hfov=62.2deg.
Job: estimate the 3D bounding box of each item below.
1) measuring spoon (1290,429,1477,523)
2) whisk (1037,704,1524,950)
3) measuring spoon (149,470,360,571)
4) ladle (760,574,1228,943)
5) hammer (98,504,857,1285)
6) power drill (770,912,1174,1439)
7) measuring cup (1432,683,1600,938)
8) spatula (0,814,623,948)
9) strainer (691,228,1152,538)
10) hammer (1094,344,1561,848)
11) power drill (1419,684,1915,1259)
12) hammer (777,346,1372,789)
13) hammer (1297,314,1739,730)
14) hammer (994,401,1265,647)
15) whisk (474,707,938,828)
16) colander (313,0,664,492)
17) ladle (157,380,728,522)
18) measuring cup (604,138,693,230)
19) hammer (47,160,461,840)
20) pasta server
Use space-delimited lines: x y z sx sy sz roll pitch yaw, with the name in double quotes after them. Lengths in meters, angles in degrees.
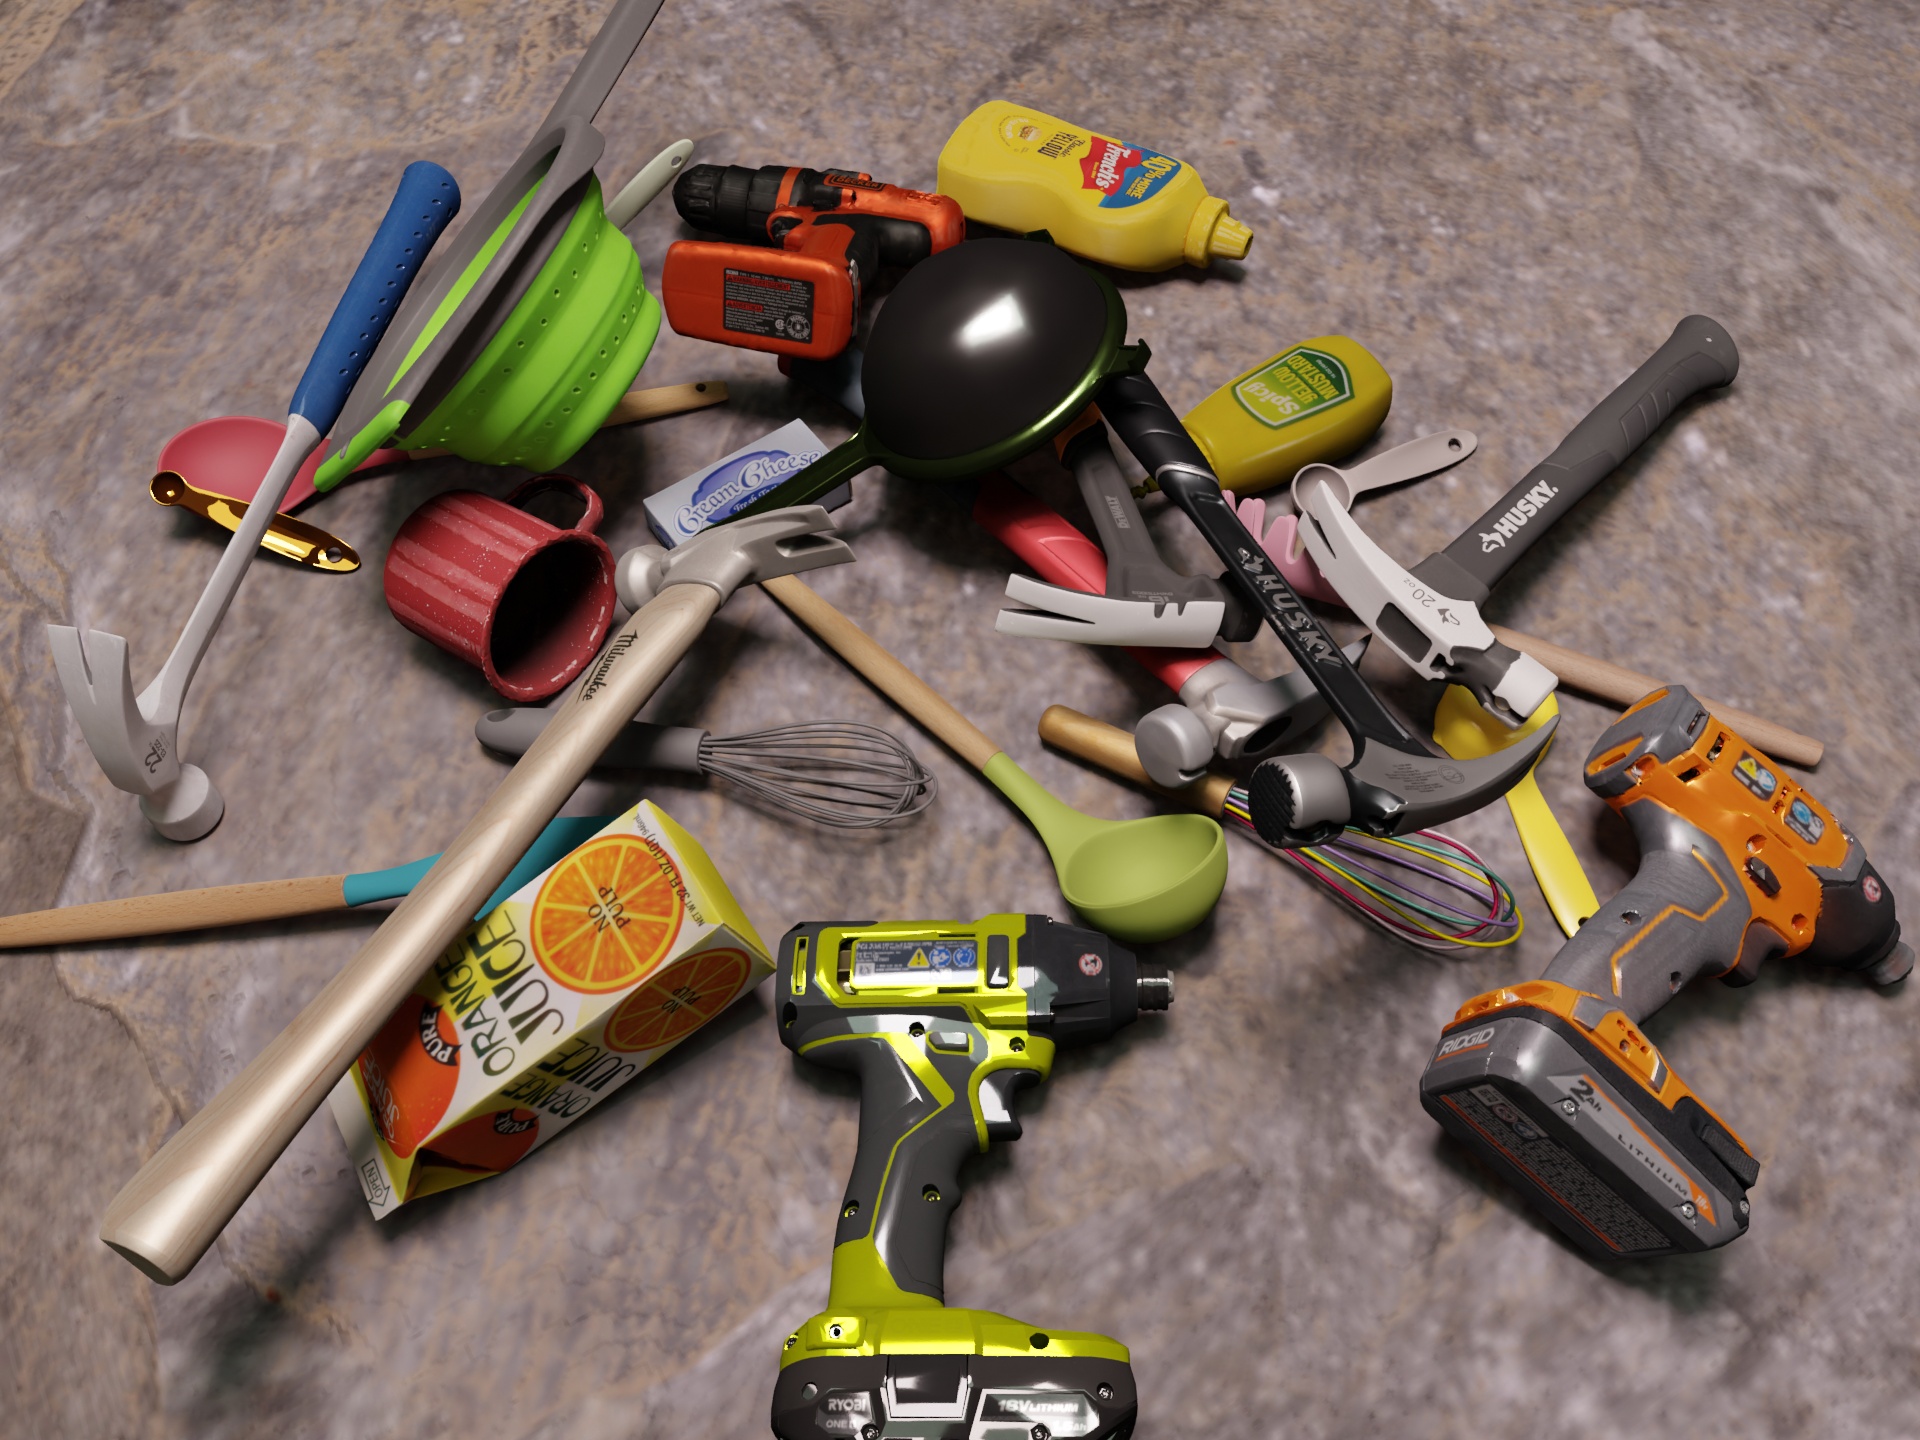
0.234 -0.136 0.880 0.124 0.018 0.034 -21 79 -18 "measuring spoon"
0.145 0.047 0.750 0.245 0.051 0.047 24 67 20 "whisk"
-0.384 -0.107 0.869 0.117 0.011 0.021 22 84 -7 "measuring spoon"
-0.001 -0.002 0.779 0.078 0.062 0.320 -34 59 -30 "ladle"
-0.189 0.048 0.667 0.146 0.038 0.411 -8 38 40 "hammer"
0.007 0.185 0.648 0.171 0.080 0.223 -1 54 3 "power drill"
0.275 0.037 0.756 0.062 0.029 0.157 -10 56 -4 "measuring cup"
-0.309 0.090 0.752 0.317 0.044 0.082 -6 59 4 "spatula"
-0.042 -0.168 0.802 0.256 0.069 0.152 -32 43 6 "strainer"
0.121 -0.102 0.751 0.149 0.036 0.409 -5 45 -23 "hammer"
0.310 0.112 0.671 0.164 0.084 0.226 41 62 1 "power drill"
0.037 -0.116 0.848 0.143 0.038 0.387 -24 54 -32 "hammer"
0.313 -0.132 0.828 0.146 0.035 0.335 41 58 17 "hammer"
0.052 -0.160 0.845 0.127 0.034 0.337 1 44 -15 "hammer"
-0.128 0.018 0.778 0.239 0.055 0.055 6 58 11 "whisk"
-0.195 -0.262 0.842 0.094 0.204 0.397 36 58 -29 "colander"
-0.289 -0.162 0.908 0.315 0.031 0.069 -11 72 -7 "ladle"
-0.205 -0.264 0.916 0.167 0.083 0.038 -45 68 6 "measuring cup"
-0.346 -0.146 0.826 0.035 0.144 0.406 11 59 3 "hammer"
0.276 -0.046 0.805 0.316 0.060 0.040 22 103 13 "pasta server"
